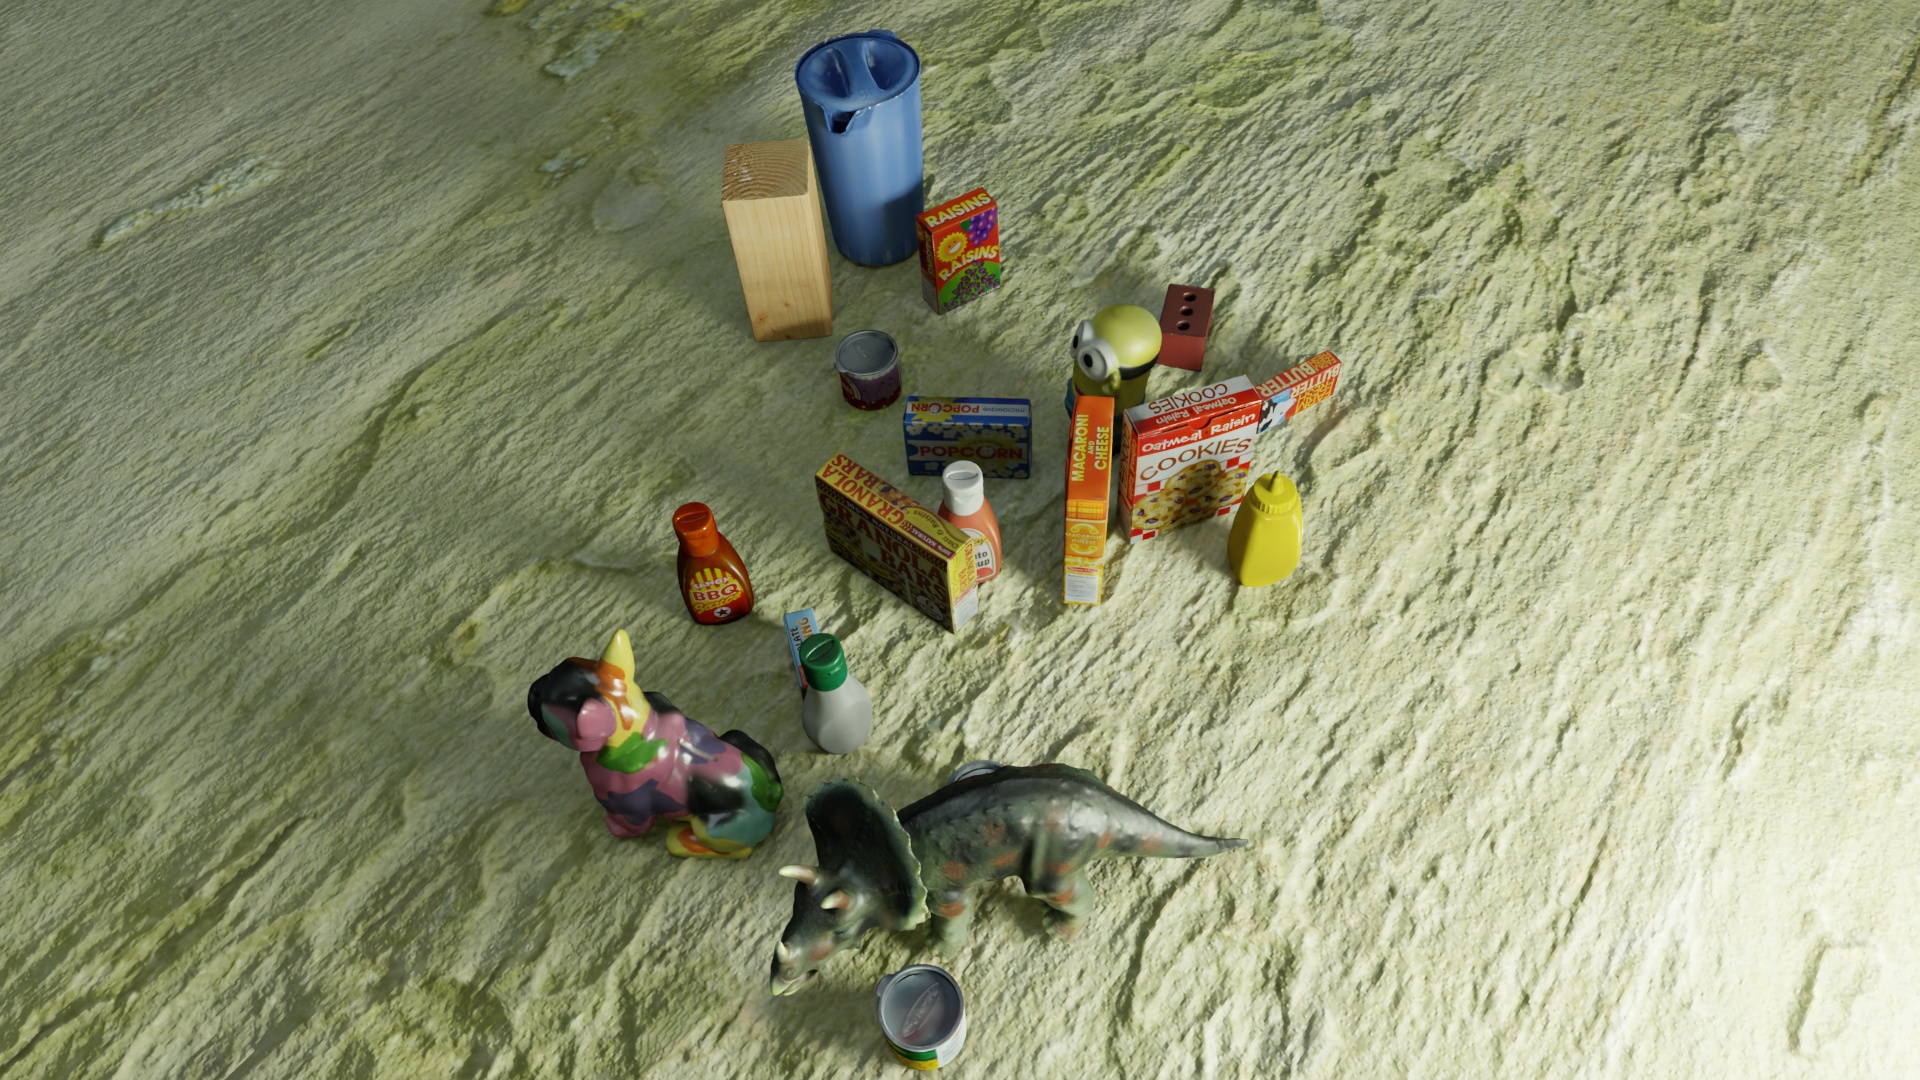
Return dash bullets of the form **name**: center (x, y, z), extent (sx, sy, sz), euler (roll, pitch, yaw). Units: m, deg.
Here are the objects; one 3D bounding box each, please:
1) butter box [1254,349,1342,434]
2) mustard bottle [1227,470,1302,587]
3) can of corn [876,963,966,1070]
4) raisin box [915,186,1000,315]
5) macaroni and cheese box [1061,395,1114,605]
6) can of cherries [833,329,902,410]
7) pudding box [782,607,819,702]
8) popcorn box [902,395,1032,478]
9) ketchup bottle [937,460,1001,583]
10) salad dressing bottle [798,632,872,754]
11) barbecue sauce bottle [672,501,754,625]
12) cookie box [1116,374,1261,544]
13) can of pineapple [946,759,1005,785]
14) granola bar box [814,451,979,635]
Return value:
- **butter box**: center (0.345, -0.154, 1.442), extent (0.104, 0.052, 0.024), euler (-27, 57, -16)
- **mustard bottle**: center (0.285, -0.018, 1.280), extent (0.065, 0.159, 0.049), euler (-13, 55, -6)
- **can of corn**: center (-0.031, 0.370, 1.079), extent (0.071, 0.058, 0.071), euler (-2, 54, 2)
- **raisin box**: center (-0.001, -0.320, 1.538), extent (0.086, 0.122, 0.040), euler (-27, 57, -15)
- **macaroni and cheese box**: center (0.118, -0.035, 1.298), extent (0.040, 0.165, 0.124), euler (4, 55, 6)
- **can of cherries**: center (-0.100, -0.181, 1.483), extent (0.071, 0.058, 0.072), euler (-2, 54, 2)
- **pudding box**: center (-0.139, 0.110, 1.280), extent (0.030, 0.049, 0.084), euler (-15, 55, -7)
- **popcorn box**: center (0.009, -0.104, 1.405), extent (0.127, 0.084, 0.038), euler (2, 54, 5)
- **ketchup bottle**: center (0.005, -0.016, 1.302), extent (0.065, 0.148, 0.044), euler (-5, 54, 0)
- **salad dressing bottle**: center (-0.111, 0.133, 1.201), extent (0.064, 0.147, 0.044), euler (-35, 60, -20)
- **barbecue sauce bottle**: center (-0.234, 0.022, 1.288), extent (0.065, 0.147, 0.044), euler (-13, 55, -6)
- **cookie box**: center (0.215, -0.074, 1.321), extent (0.123, 0.166, 0.040), euler (-17, 55, -9)
- **can of pineapple**: center (0.022, 0.229, 1.179), extent (0.071, 0.057, 0.071), euler (-2, 54, 2)
- **granola bar box**: center (-0.060, 0.004, 1.306), extent (0.166, 0.123, 0.039), euler (33, 62, 24)
